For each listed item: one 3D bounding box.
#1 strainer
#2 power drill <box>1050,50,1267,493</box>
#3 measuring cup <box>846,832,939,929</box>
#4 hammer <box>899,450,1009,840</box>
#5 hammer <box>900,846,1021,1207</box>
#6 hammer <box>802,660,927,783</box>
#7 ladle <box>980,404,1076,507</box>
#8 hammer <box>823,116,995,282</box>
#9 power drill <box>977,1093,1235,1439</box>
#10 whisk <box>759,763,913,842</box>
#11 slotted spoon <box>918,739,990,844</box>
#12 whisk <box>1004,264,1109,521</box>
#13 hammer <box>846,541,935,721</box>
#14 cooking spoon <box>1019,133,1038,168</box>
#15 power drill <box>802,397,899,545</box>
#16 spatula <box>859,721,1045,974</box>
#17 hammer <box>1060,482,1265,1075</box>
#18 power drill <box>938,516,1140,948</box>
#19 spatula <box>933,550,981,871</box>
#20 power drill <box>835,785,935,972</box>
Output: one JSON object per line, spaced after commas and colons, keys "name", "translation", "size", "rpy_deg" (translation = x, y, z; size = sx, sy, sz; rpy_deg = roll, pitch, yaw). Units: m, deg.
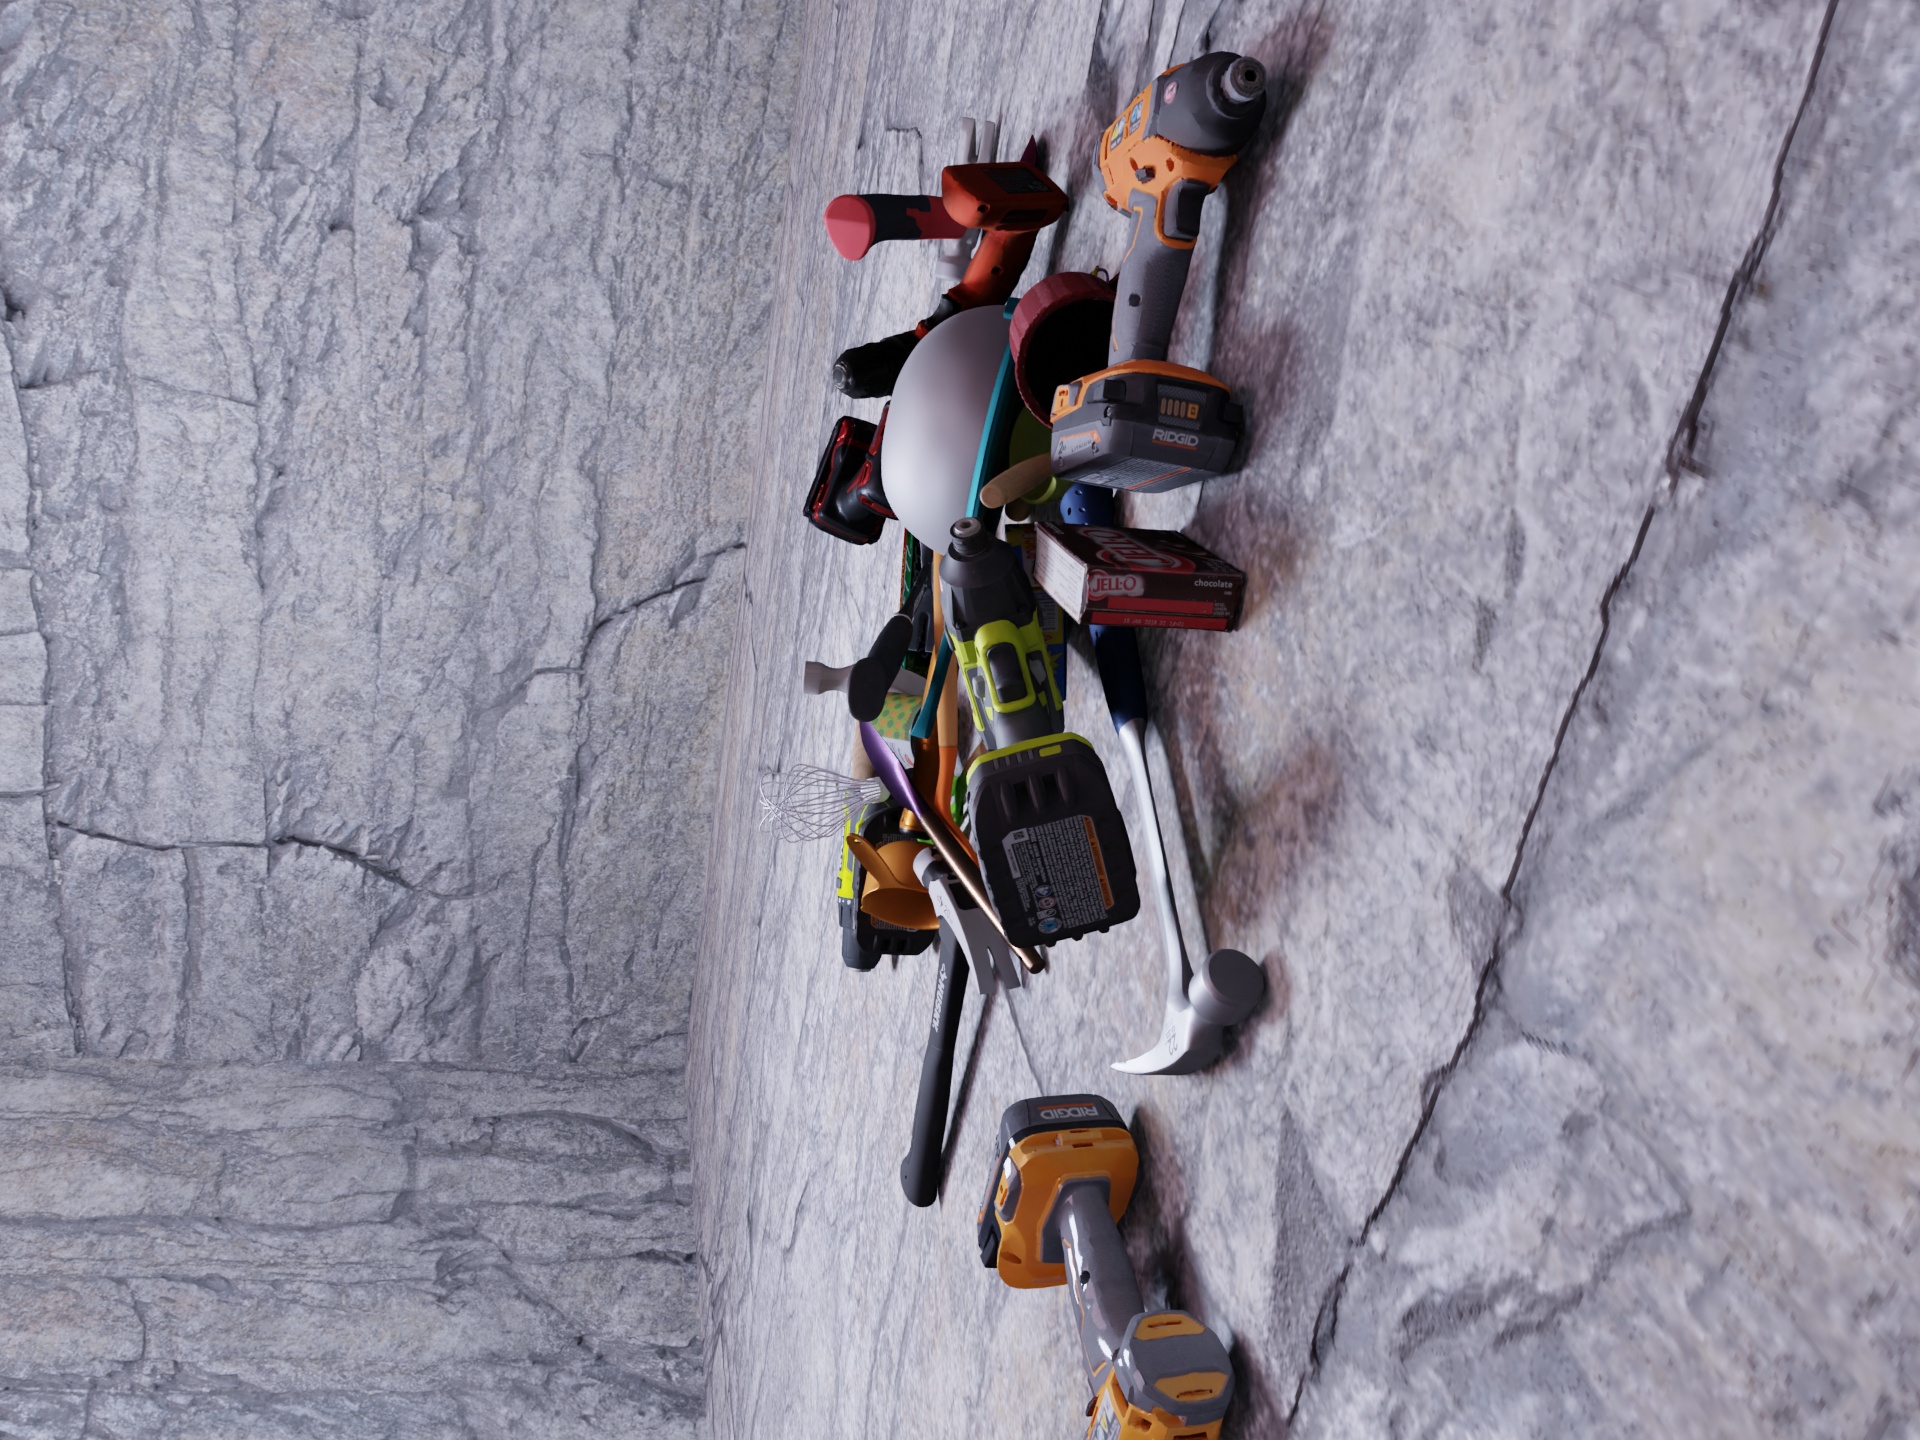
{"name": "strainer", "translation": [-0.022, -0.158, 1.195], "size": [0.211, 0.095, 0.340], "rpy_deg": [-57, -17, -78]}
{"name": "power drill", "translation": [0.116, -0.250, 0.885], "size": [0.164, 0.084, 0.226], "rpy_deg": [-176, 94, -75]}
{"name": "measuring cup", "translation": [-0.053, 0.117, 1.335], "size": [0.173, 0.095, 0.052], "rpy_deg": [56, -144, -50]}
{"name": "hammer", "translation": [-0.008, -0.066, 1.344], "size": [0.127, 0.034, 0.337], "rpy_deg": [-177, 96, -78]}
{"name": "hammer", "translation": [-0.014, 0.279, 1.317], "size": [0.146, 0.035, 0.334], "rpy_deg": [-127, 37, -50]}
{"name": "hammer", "translation": [-0.089, 0.022, 1.595], "size": [0.331, 0.130, 0.031], "rpy_deg": [99, 174, -67]}
{"name": "ladle", "translation": [0.037, -0.160, 0.998], "size": [0.320, 0.062, 0.078], "rpy_deg": [-50, -26, -72]}
{"name": "hammer", "translation": [-0.034, -0.422, 1.285], "size": [0.386, 0.038, 0.143], "rpy_deg": [-52, -27, -69]}
{"name": "power drill", "translation": [0.075, 0.350, 0.900], "size": [0.226, 0.084, 0.185], "rpy_deg": [-116, 31, -54]}
{"name": "whisk", "translation": [-0.090, 0.063, 1.385], "size": [0.284, 0.070, 0.070], "rpy_deg": [-7, -77, -65]}
{"name": "slotted spoon", "translation": [0.018, 0.034, 1.305], "size": [0.313, 0.031, 0.070], "rpy_deg": [125, 146, -60]}
{"name": "whisk", "translation": [0.064, -0.230, 1.159], "size": [0.244, 0.051, 0.047], "rpy_deg": [108, 154, -53]}
{"name": "hammer", "translation": [-0.050, -0.080, 1.349], "size": [0.409, 0.036, 0.149], "rpy_deg": [-73, -12, -70]}
{"name": "cooking spoon", "translation": [0.026, -0.355, 1.386], "size": [0.069, 0.017, 0.318], "rpy_deg": [-94, 16, -45]}
{"name": "power drill", "translation": [-0.063, -0.263, 1.475], "size": [0.188, 0.080, 0.227], "rpy_deg": [-71, 16, -11]}
{"name": "spatula", "translation": [-0.015, 0.094, 1.256], "size": [0.316, 0.018, 0.059], "rpy_deg": [50, 153, 46]}
{"name": "hammer", "translation": [0.102, 0.019, 0.955], "size": [0.144, 0.035, 0.406], "rpy_deg": [112, 157, -51]}
{"name": "power drill", "translation": [0.034, 0.002, 0.912], "size": [0.223, 0.080, 0.171], "rpy_deg": [-103, -3, -47]}
{"name": "spatula", "translation": [-0.002, -0.004, 1.280], "size": [0.081, 0.041, 0.322], "rpy_deg": [-174, 82, -68]}
{"name": "power drill", "translation": [-0.079, 0.162, 1.555], "size": [0.228, 0.080, 0.190], "rpy_deg": [180, 94, -79]}
